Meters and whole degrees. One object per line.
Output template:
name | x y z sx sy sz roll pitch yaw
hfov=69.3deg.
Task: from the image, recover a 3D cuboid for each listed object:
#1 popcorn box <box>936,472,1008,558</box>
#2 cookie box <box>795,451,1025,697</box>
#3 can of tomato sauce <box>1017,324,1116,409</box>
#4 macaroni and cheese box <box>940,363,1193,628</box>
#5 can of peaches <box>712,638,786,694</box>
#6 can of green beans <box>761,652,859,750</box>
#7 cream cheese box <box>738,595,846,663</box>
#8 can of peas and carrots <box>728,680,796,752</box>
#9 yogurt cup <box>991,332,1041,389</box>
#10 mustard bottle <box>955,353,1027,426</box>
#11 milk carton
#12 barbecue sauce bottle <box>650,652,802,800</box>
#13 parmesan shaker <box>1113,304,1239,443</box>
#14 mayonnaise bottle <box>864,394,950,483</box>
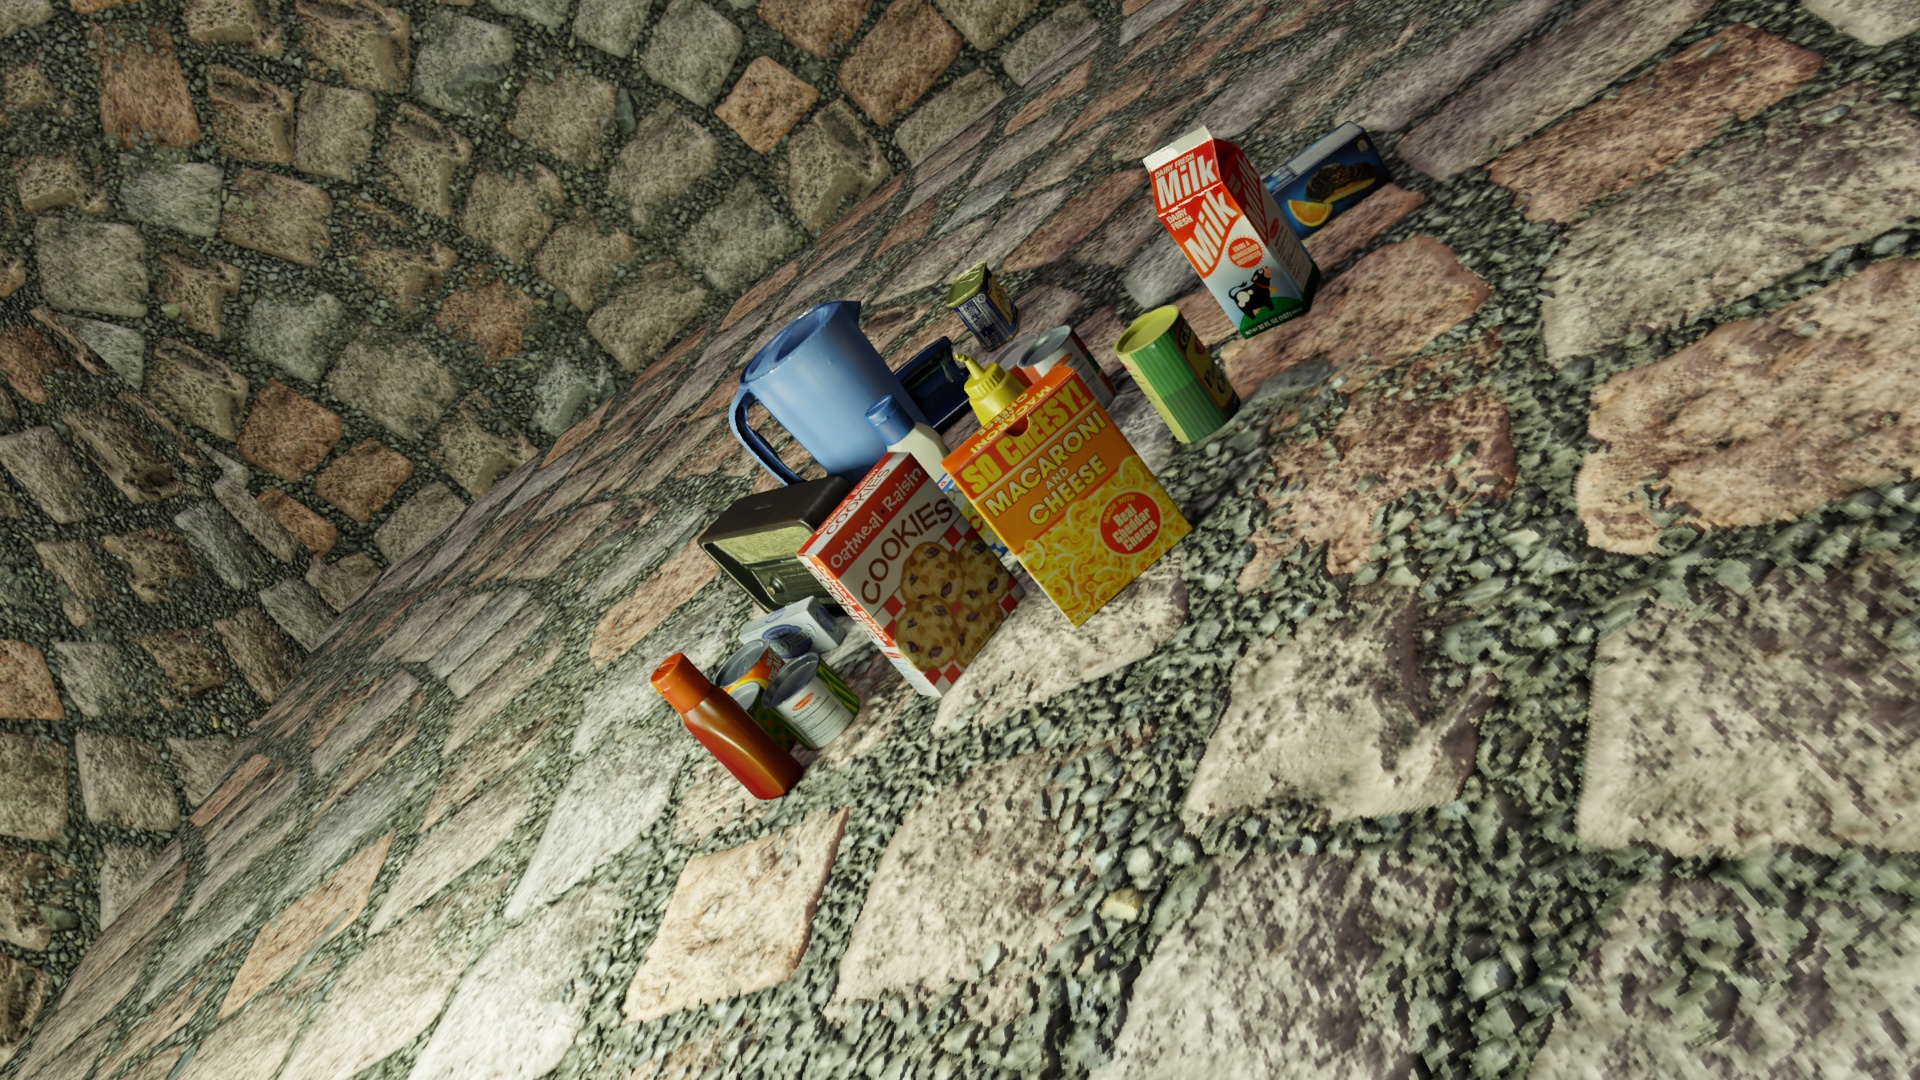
popcorn box | 0.005 -0.016 1.278 0.127 0.085 0.038 -48 23 -21
cookie box | -0.039 0.028 1.152 0.123 0.167 0.040 -50 23 -24
can of tomato sauce | 0.108 -0.166 1.407 0.071 0.083 0.071 -33 22 16
macaroni and cheese box | 0.084 -0.034 1.075 0.124 0.166 0.040 -41 21 -2
can of peaches | -0.193 0.136 1.336 0.071 0.058 0.071 -33 22 16
can of green beans | -0.132 0.142 1.227 0.071 0.057 0.071 -33 22 16
cream cheese box | -0.168 0.094 1.385 0.103 0.053 0.024 -23 27 37
can of peas and carrots | -0.190 0.172 1.260 0.071 0.058 0.071 -33 22 16
yogurt cup | 0.075 -0.191 1.547 0.072 0.054 0.073 -33 22 16
mustard bottle | 0.049 -0.118 1.303 0.049 0.160 0.065 -50 24 -24
milk carton | 0.247 -0.288 1.274 0.072 0.190 0.074 -21 28 39
barbecue sauce bottle | -0.202 0.159 1.185 0.064 0.148 0.044 -12 35 50
parmesan shaker | 0.189 -0.145 1.209 0.071 0.103 0.071 -33 22 16
mayonnaise bottle | -0.036 -0.079 1.382 0.064 0.148 0.041 -34 22 16
